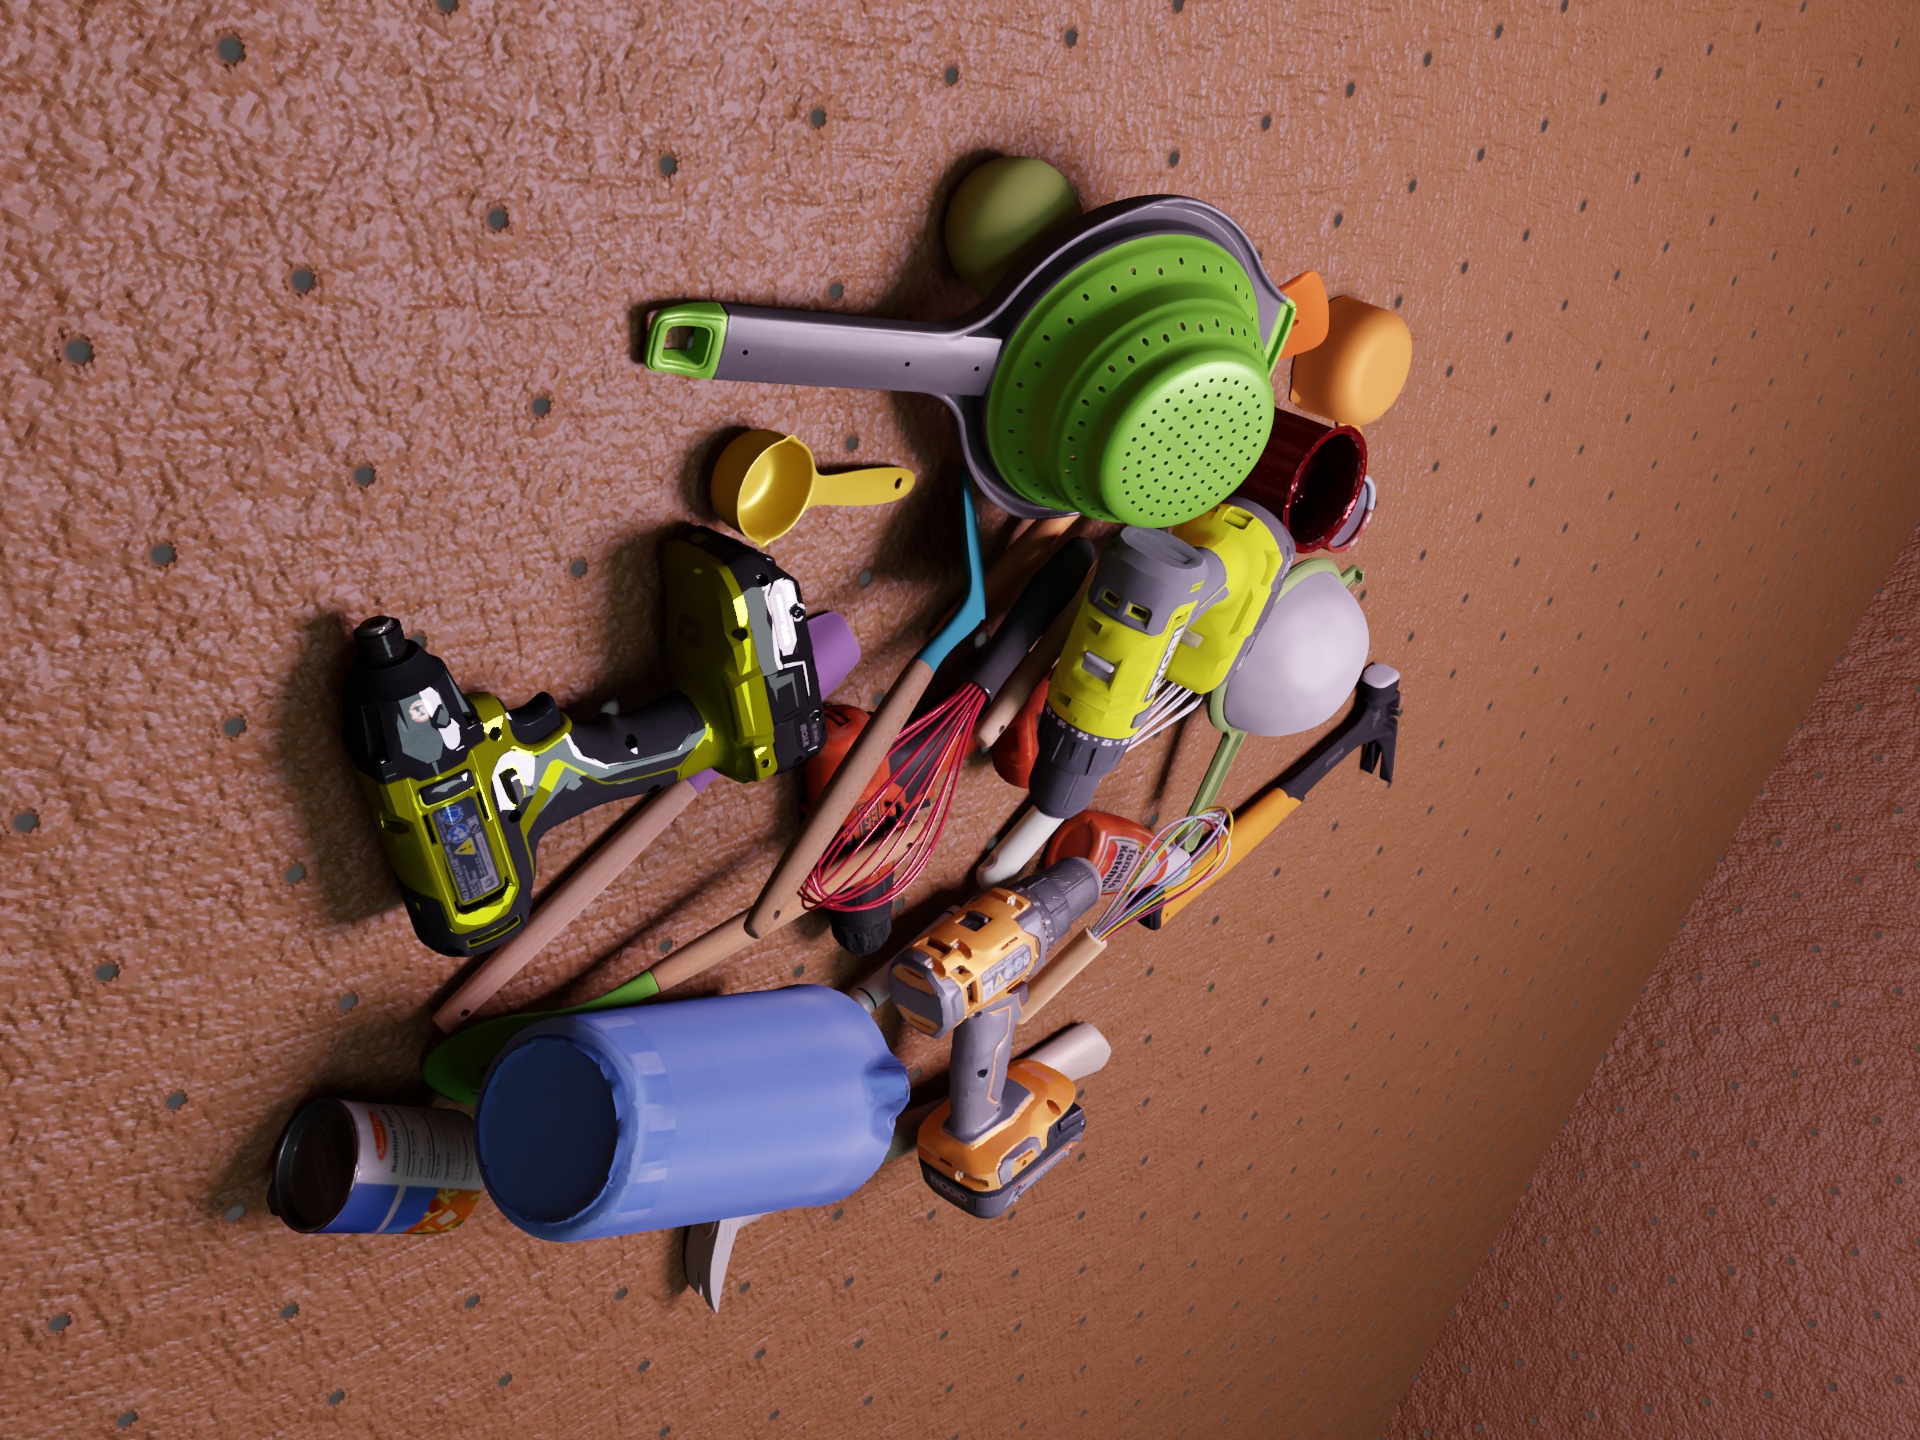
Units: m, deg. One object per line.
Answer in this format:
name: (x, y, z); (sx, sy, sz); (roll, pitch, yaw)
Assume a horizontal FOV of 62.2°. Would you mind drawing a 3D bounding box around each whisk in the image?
whisk: (0.117, 0.150, 1.197); (0.245, 0.047, 0.051); (-47, 149, 21)
whisk: (0.098, 0.030, 1.150); (0.246, 0.058, 0.059); (-48, 111, -7)
whisk: (-0.001, -0.003, 0.929); (0.296, 0.073, 0.073); (-53, 144, -25)

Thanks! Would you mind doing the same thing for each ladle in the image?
ladle: (0.092, -0.244, 0.967); (0.320, 0.062, 0.078); (19, 100, -59)

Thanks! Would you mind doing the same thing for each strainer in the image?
strainer: (0.236, 0.004, 1.197); (0.151, 0.069, 0.256); (-10, 129, -51)
strainer: (-0.074, 0.196, 1.076); (0.258, 0.050, 0.086); (-38, 145, -33)

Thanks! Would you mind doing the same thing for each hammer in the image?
hammer: (-0.030, 0.315, 1.209); (0.410, 0.038, 0.146); (-10, 123, -45)
hammer: (0.272, 0.082, 1.388); (0.337, 0.034, 0.127); (-35, 136, -28)

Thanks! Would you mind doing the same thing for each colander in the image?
colander: (0.035, -0.170, 0.835); (0.397, 0.095, 0.204); (-4, 133, -32)

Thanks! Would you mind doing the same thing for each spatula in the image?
spatula: (0.103, -0.159, 0.994); (0.322, 0.041, 0.081); (-45, 154, -2)
spatula: (-0.171, 0.052, 0.885); (0.316, 0.018, 0.059); (-46, 139, -17)
spatula: (-0.043, -0.012, 0.876); (0.318, 0.044, 0.082); (-59, 153, -32)

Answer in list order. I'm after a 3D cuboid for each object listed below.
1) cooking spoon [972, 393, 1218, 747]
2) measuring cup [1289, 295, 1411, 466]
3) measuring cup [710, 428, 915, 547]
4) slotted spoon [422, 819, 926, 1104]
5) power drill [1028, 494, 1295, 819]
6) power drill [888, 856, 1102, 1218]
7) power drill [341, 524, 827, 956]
cooking spoon: (0.100, -0.104, 1.021); (0.319, 0.017, 0.068); (-53, 151, -23)
measuring cup: (0.304, -0.235, 1.188); (0.095, 0.052, 0.173); (-48, 140, -13)
measuring cup: (-0.078, -0.131, 0.866); (0.156, 0.029, 0.062); (-16, 129, -56)
slotted spoon: (-0.152, 0.134, 0.907); (0.314, 0.031, 0.070); (-28, 142, -20)
power drill: (0.125, -0.047, 1.024); (0.228, 0.080, 0.190); (-33, 149, -55)
power drill: (0.038, 0.217, 1.137); (0.185, 0.084, 0.226); (-31, 127, -38)
power drill: (-0.184, -0.004, 0.785); (0.223, 0.080, 0.171); (-28, 127, -30)
